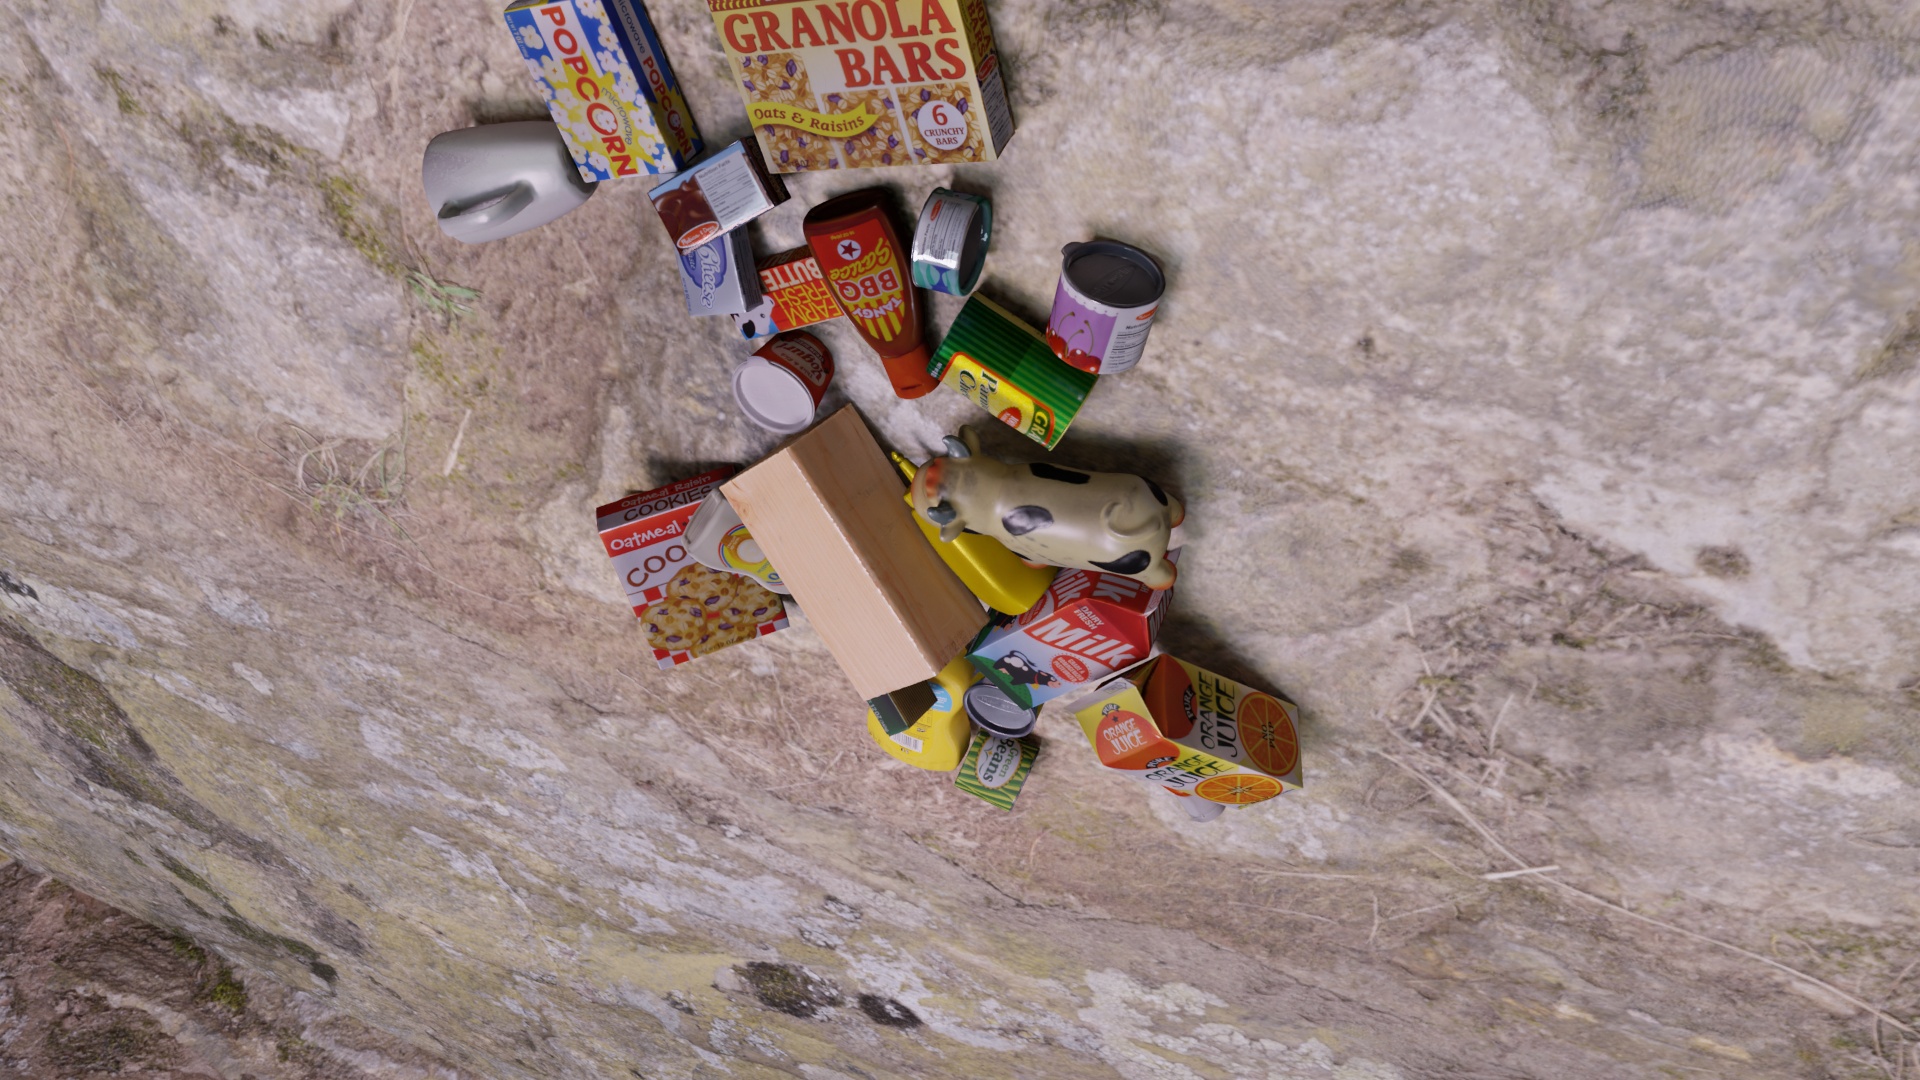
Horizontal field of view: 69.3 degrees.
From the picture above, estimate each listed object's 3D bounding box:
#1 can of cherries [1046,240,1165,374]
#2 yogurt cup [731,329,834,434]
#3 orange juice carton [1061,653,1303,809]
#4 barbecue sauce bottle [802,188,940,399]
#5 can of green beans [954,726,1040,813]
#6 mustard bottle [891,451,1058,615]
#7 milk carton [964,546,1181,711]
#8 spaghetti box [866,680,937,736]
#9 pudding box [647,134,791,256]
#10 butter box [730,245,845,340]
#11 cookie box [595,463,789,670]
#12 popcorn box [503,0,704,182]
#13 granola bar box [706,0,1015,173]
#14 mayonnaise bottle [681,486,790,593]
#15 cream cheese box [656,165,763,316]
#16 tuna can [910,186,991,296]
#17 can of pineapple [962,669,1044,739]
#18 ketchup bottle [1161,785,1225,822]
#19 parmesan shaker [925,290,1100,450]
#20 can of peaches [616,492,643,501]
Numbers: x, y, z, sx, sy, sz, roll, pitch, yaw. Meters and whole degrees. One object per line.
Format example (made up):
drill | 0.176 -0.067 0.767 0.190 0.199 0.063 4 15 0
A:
can of cherries | 0.090 -0.150 0.890 0.071 0.072 0.058 22 139 8
yogurt cup | -0.131 -0.122 1.047 0.072 0.054 0.072 15 137 15
orange juice carton | 0.174 0.146 1.080 0.192 0.073 0.071 23 144 -29
barbecue sauce bottle | -0.054 -0.168 0.966 0.065 0.044 0.148 -11 127 17
can of green beans | 0.033 0.208 1.275 0.058 0.071 0.071 25 138 5
mustard bottle | 0.004 -0.013 1.076 0.160 0.065 0.048 46 154 -11
milk carton | 0.097 0.061 1.090 0.073 0.073 0.190 43 136 -16
spaghetti box | -0.101 0.044 1.148 0.028 0.050 0.249 -24 100 39
pudding box | -0.162 -0.232 0.933 0.083 0.030 0.049 -21 105 24
butter box | -0.126 -0.181 1.008 0.103 0.024 0.053 -7 128 34
cookie box | -0.231 0.024 1.211 0.123 0.040 0.166 -18 130 -6
popcorn box | -0.238 -0.308 0.933 0.085 0.038 0.126 1 132 27
granola bar box | -0.060 -0.292 0.850 0.165 0.039 0.123 4 134 26
mayonnaise bottle | -0.158 0.012 1.170 0.148 0.041 0.064 29 99 -34
cream cheese box | -0.176 -0.212 0.982 0.053 0.024 0.103 1 112 27
tuna can | -0.005 -0.192 0.901 0.033 0.071 0.070 16 137 13
can of pineapple | 0.042 0.127 1.197 0.071 0.058 0.070 16 137 15
ketchup bottle | 0.180 0.181 1.185 0.064 0.044 0.148 -12 125 37
parmesan shaker | 0.035 -0.116 0.954 0.103 0.072 0.071 32 139 -3
can of peaches | -0.281 -0.001 1.242 0.071 0.071 0.057 7 133 23
